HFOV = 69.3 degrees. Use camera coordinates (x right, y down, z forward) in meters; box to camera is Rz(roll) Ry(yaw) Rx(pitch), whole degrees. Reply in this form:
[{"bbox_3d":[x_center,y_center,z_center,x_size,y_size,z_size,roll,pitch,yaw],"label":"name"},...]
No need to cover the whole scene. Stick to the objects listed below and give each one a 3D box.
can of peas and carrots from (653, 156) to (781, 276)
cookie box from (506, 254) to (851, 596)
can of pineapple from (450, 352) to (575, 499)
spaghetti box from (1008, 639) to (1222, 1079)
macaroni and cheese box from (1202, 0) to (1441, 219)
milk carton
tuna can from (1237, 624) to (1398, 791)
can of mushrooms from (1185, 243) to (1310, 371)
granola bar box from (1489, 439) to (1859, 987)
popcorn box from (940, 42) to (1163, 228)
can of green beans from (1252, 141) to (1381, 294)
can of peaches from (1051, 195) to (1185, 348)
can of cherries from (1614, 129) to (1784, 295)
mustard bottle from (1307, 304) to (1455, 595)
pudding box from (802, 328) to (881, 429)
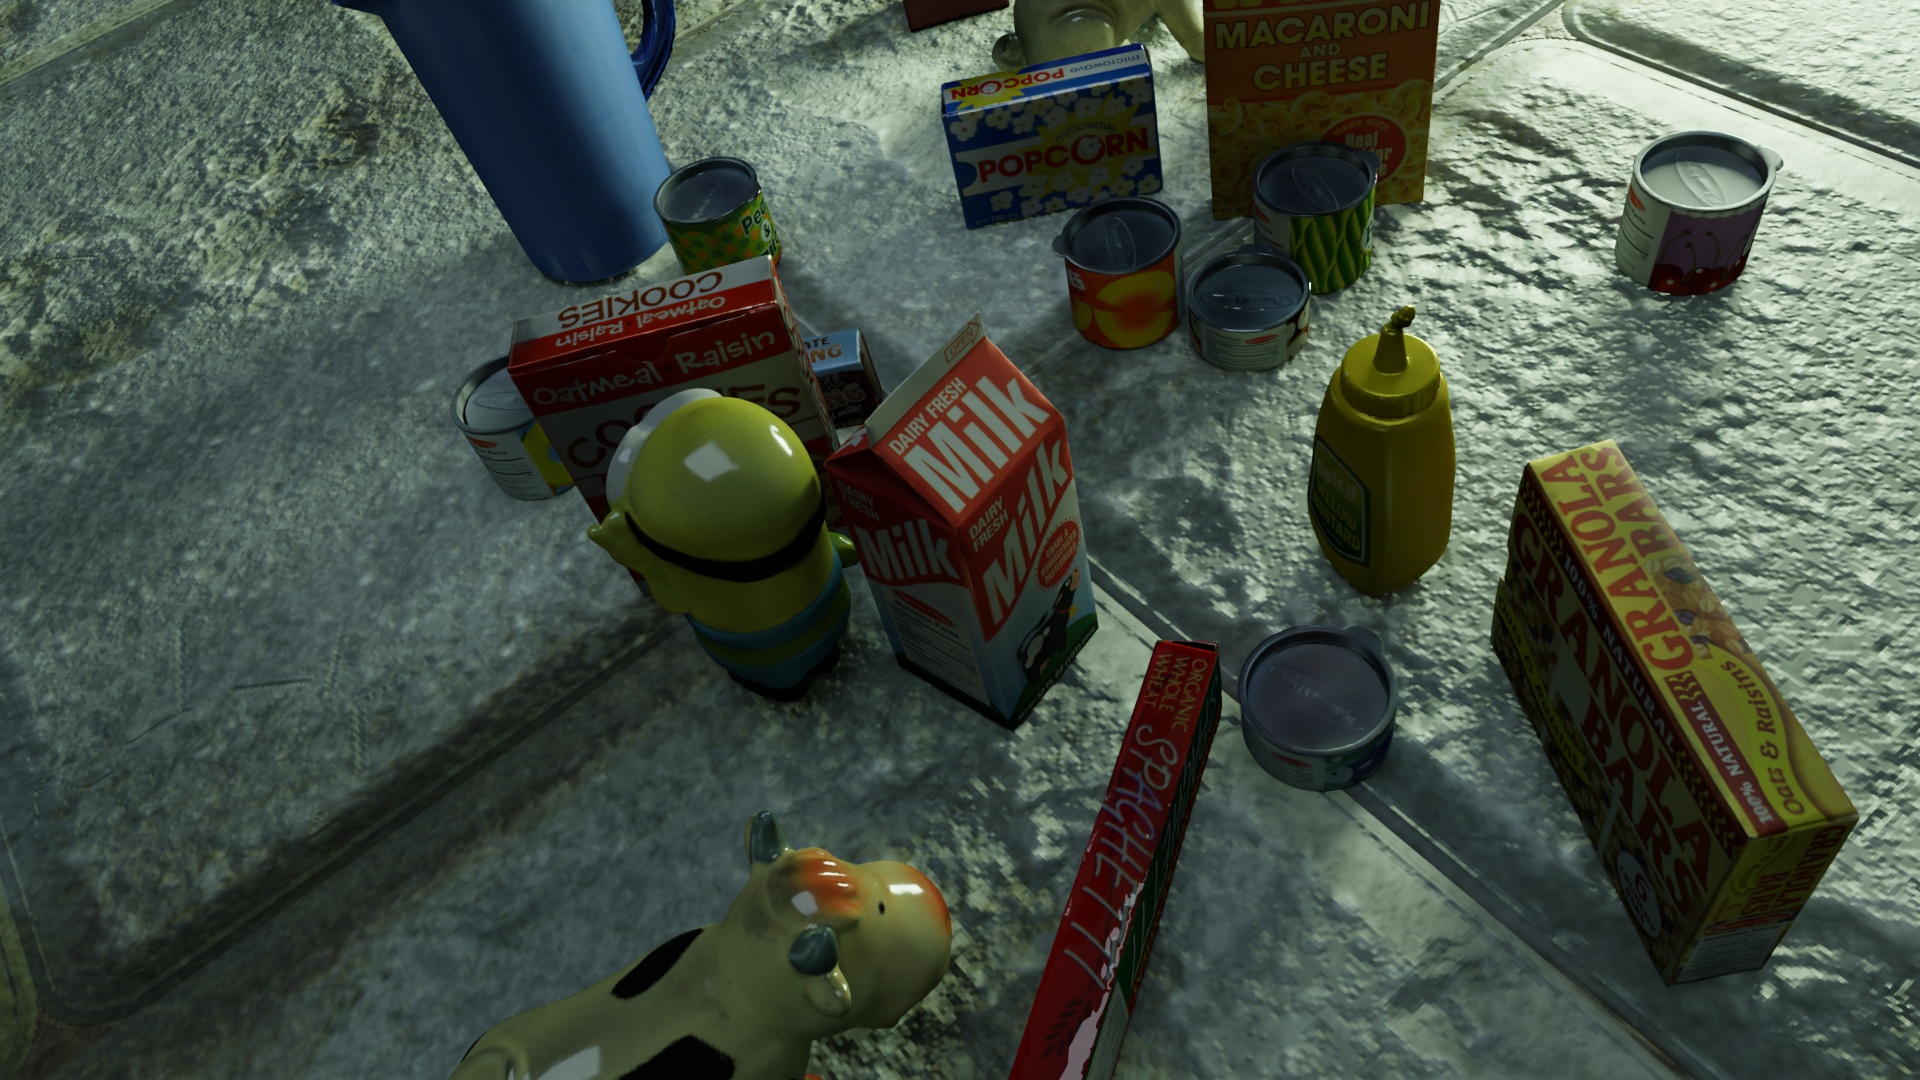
[{"bbox_3d":[-0.150,-0.198,0.874,0.071,0.058,0.071,-7,50,8],"label":"can of peas and carrots"},{"bbox_3d":[-0.126,-0.050,0.676,0.123,0.166,0.040,-15,50,1],"label":"cookie box"},{"bbox_3d":[-0.244,-0.067,0.789,0.071,0.057,0.071,-7,50,8],"label":"can of pineapple"},{"bbox_3d":[0.059,0.151,0.545,0.029,0.050,0.251,10,54,21],"label":"spaghetti box"},{"bbox_3d":[0.199,-0.261,0.774,0.124,0.165,0.040,-3,51,11],"label":"macaroni and cheese box"},{"bbox_3d":[0.002,-0.007,0.597,0.073,0.189,0.072,27,62,30],"label":"milk carton"},{"bbox_3d":[0.155,0.071,0.600,0.071,0.032,0.071,-6,50,8],"label":"tuna can"},{"bbox_3d":[0.158,-0.128,0.761,0.071,0.033,0.071,-6,50,8],"label":"can of mushrooms"},{"bbox_3d":[0.255,0.064,0.522,0.039,0.123,0.166,-14,50,2],"label":"granola bar box"},{"bbox_3d":[0.057,-0.246,0.848,0.127,0.084,0.038,-10,50,5],"label":"popcorn box"},{"bbox_3d":[0.198,-0.181,0.780,0.071,0.057,0.071,-7,50,8],"label":"can of green beans"},{"bbox_3d":[0.090,-0.150,0.779,0.071,0.057,0.071,-7,50,8],"label":"can of peaches"},{"bbox_3d":[0.386,-0.171,0.728,0.071,0.058,0.072,-7,50,8],"label":"can of cherries"},{"bbox_3d":[0.183,-0.043,0.603,0.049,0.159,0.065,-26,50,-8],"label":"mustard bottle"},{"bbox_3d":[-0.089,-0.085,0.774,0.084,0.049,0.030,-10,50,5],"label":"pudding box"}]
